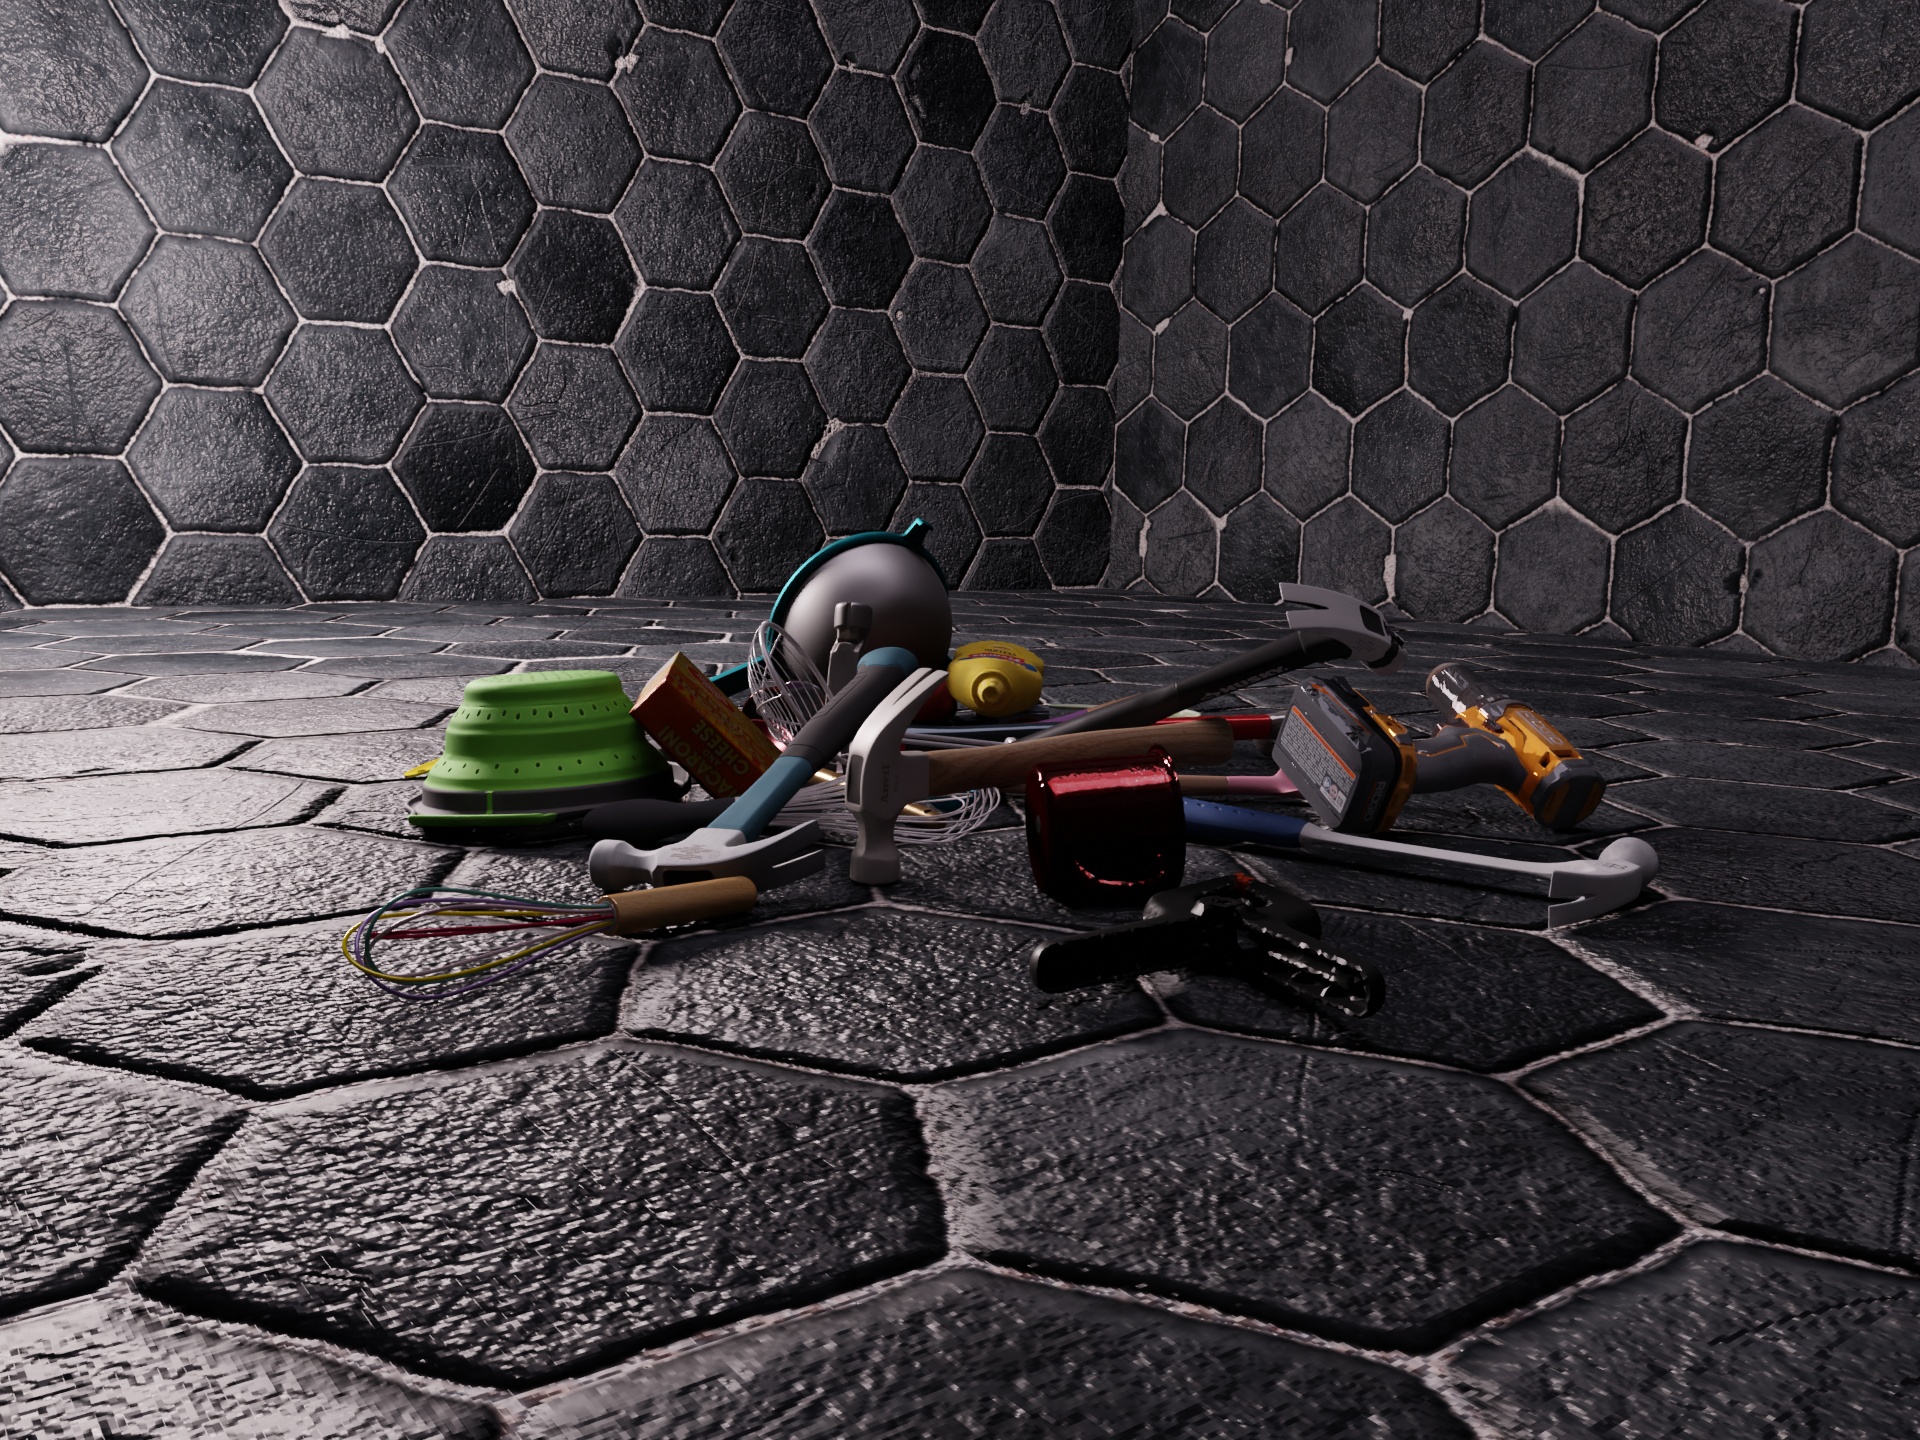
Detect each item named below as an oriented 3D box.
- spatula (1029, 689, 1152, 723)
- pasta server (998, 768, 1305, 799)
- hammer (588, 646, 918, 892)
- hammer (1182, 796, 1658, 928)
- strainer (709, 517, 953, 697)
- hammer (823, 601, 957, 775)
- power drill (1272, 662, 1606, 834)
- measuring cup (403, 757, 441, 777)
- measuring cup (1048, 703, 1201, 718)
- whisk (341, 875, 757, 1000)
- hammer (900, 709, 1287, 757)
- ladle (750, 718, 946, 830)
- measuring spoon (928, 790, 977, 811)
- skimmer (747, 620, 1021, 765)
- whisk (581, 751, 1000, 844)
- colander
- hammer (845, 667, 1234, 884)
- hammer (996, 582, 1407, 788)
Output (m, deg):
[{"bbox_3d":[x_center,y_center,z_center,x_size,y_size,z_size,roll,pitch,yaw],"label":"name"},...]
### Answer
[{"bbox_3d":[0.144,-0.010,1.495,0.316,0.018,0.060,-15,11,-7],"label":"spatula"},{"bbox_3d":[0.188,0.046,1.284,0.316,0.040,0.060,0,30,-1],"label":"pasta server"},{"bbox_3d":[-0.106,0.026,1.056,0.128,0.033,0.331,3,26,20],"label":"hammer"},{"bbox_3d":[0.242,0.079,1.078,0.406,0.035,0.144,7,10,34],"label":"hammer"},{"bbox_3d":[-0.140,-0.055,1.611,0.340,0.210,0.095,-25,41,-20],"label":"strainer"},{"bbox_3d":[-0.059,-0.013,1.483,0.037,0.149,0.359,3,-3,13],"label":"hammer"},{"bbox_3d":[0.359,0.013,1.237,0.226,0.084,0.186,0,33,-22],"label":"power drill"},{"bbox_3d":[-0.389,0.033,1.328,0.156,0.029,0.062,-21,21,-40],"label":"measuring cup"},{"bbox_3d":[0.156,0.006,1.555,0.168,0.038,0.083,6,9,37],"label":"measuring cup"},{"bbox_3d":[-0.202,0.101,0.821,0.047,0.051,0.245,1,3,40],"label":"whisk"},{"bbox_3d":[0.133,0.008,1.411,0.386,0.038,0.143,-2,-14,-10],"label":"hammer"},{"bbox_3d":[-0.106,0.046,1.258,0.069,0.031,0.316,-30,26,-28],"label":"ladle"},{"bbox_3d":[0.001,0.060,1.248,0.042,0.021,0.128,13,2,14],"label":"measuring spoon"},{"bbox_3d":[-0.002,-0.004,1.286,0.363,0.090,0.127,7,38,-24],"label":"skimmer"},{"bbox_3d":[-0.113,0.060,1.086,0.284,0.070,0.070,-4,9,-9],"label":"whisk"},{"bbox_3d":[-0.285,0.004,1.240,0.204,0.094,0.397,-1,6,12],"label":"colander"},{"bbox_3d":[0.065,0.024,1.074,0.331,0.130,0.031,-6,11,-38],"label":"hammer"},{"bbox_3d":[0.149,-0.015,1.178,0.335,0.035,0.146,-22,-26,30],"label":"hammer"}]
